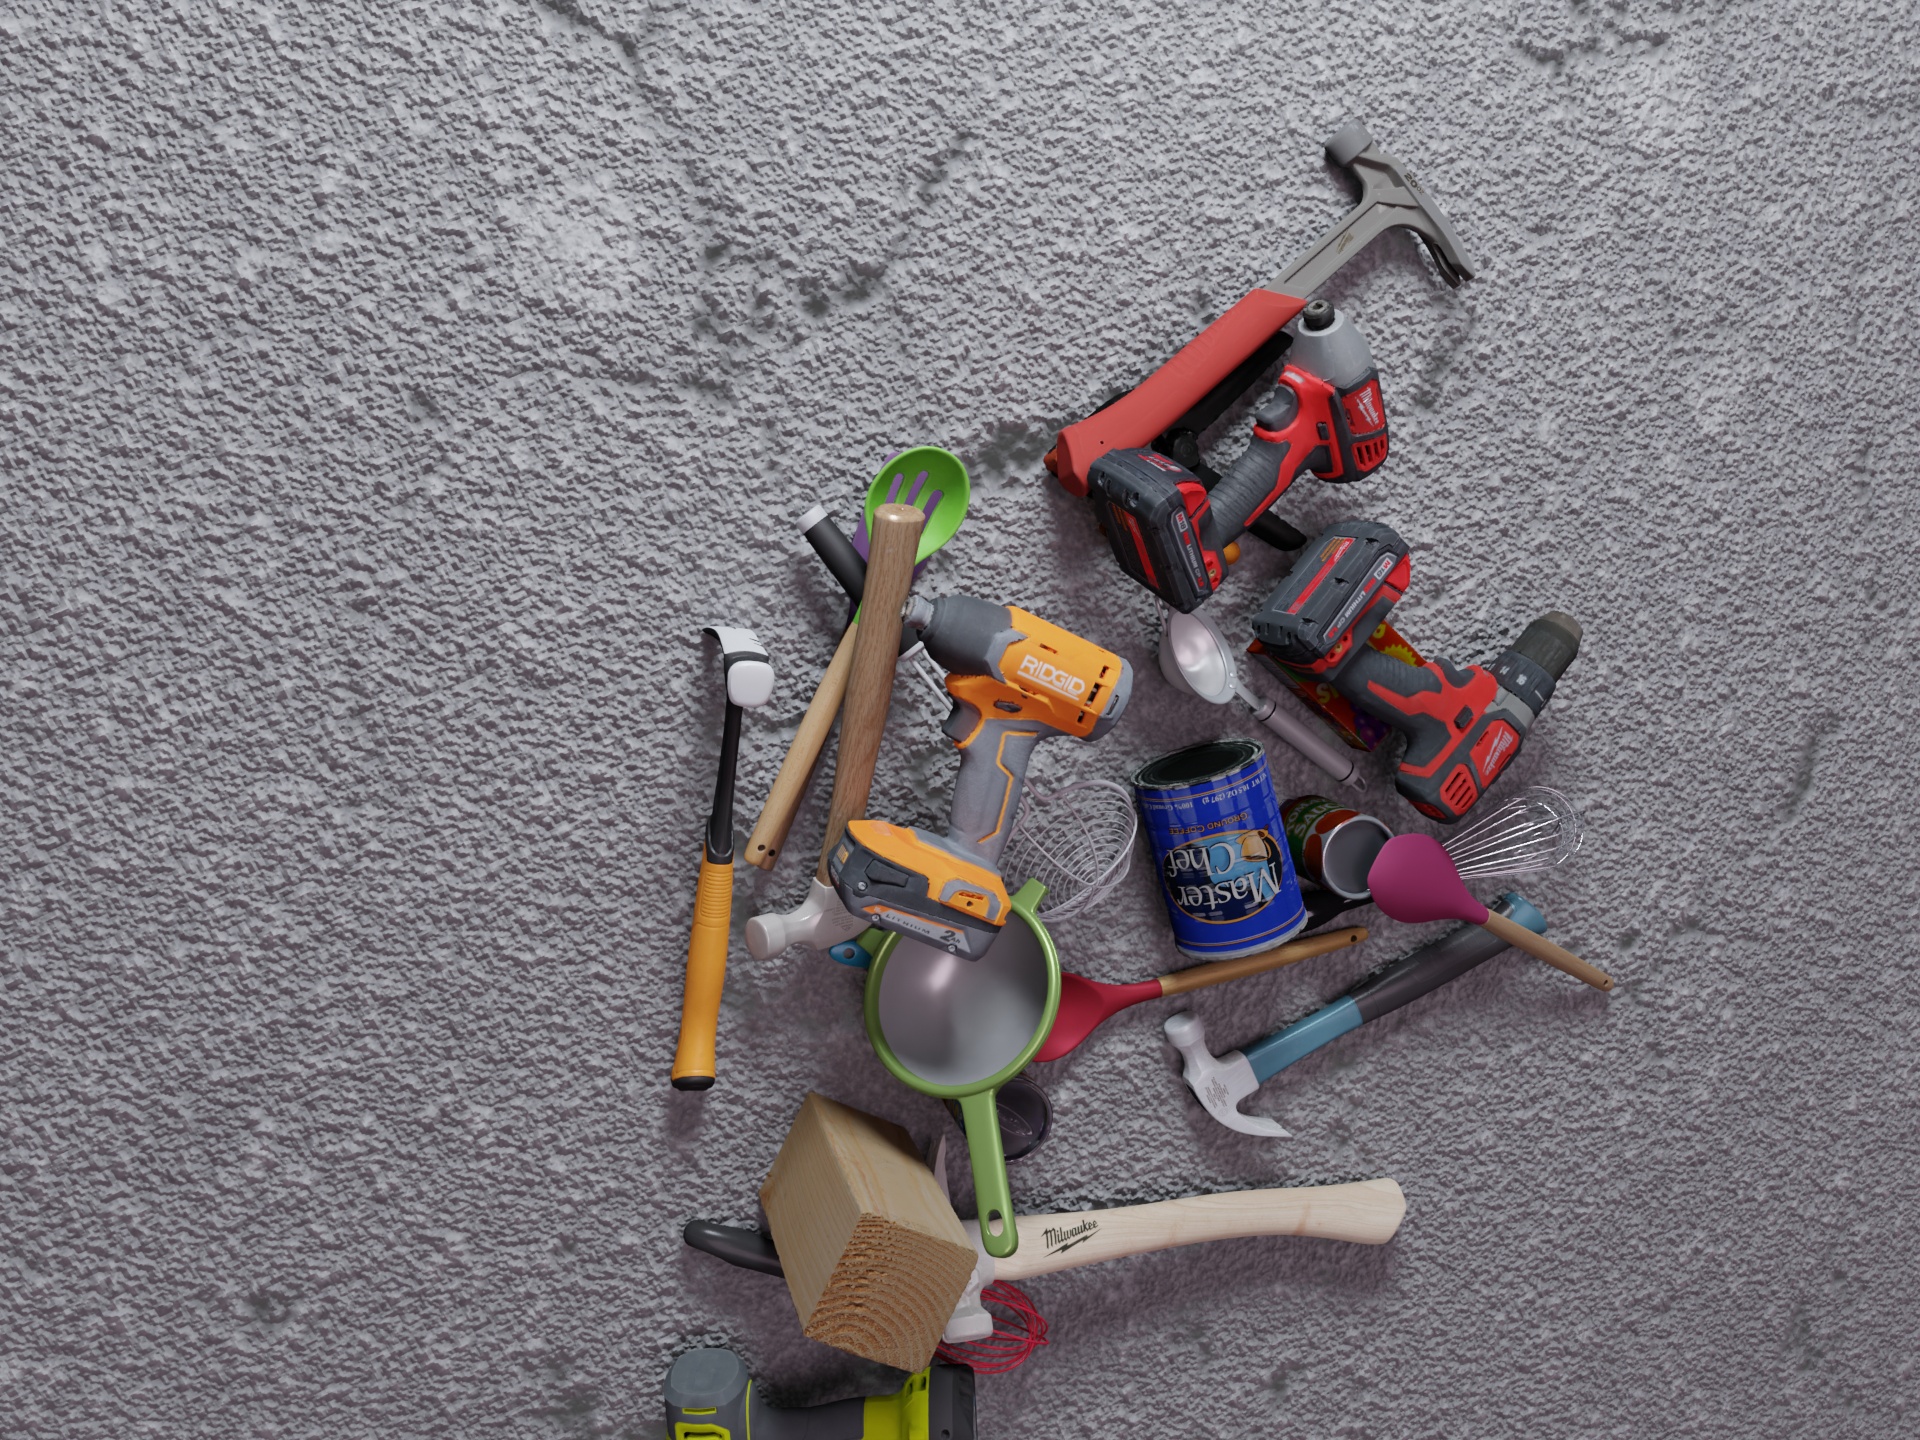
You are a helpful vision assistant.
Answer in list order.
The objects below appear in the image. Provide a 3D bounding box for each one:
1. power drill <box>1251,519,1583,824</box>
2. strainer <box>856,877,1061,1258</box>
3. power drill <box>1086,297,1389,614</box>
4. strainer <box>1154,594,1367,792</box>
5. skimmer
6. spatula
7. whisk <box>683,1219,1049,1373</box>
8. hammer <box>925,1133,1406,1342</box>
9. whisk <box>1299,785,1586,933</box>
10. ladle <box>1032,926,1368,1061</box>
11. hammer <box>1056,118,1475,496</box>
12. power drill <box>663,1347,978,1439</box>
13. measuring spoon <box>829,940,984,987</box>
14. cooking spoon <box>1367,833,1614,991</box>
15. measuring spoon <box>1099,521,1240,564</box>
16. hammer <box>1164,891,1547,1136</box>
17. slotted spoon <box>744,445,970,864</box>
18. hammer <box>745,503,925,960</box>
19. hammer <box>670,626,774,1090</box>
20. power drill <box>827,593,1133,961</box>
[{"bbox_3d":[0.352,-0.054,1.192,0.226,0.080,0.188,40,86,-19],"label":"power drill"},{"bbox_3d":[0.019,0.247,1.118,0.151,0.069,0.257,-18,62,17],"label":"strainer"},{"bbox_3d":[0.203,-0.189,1.115,0.219,0.079,0.143,-37,135,-10],"label":"power drill"},{"bbox_3d":[0.225,-0.012,1.223,0.258,0.050,0.087,35,44,-22],"label":"strainer"},{"bbox_3d":[-0.002,-0.004,1.158,0.127,0.090,0.363,-39,99,-5],"label":"skimmer"},{"bbox_3d":[-0.084,-0.039,1.148,0.059,0.018,0.316,21,91,-19],"label":"spatula"},{"bbox_3d":[-0.068,0.428,1.197,0.295,0.073,0.073,21,92,-12],"label":"whisk"},{"bbox_3d":[0.168,0.385,1.250,0.410,0.038,0.146,1,64,-22],"label":"hammer"},{"bbox_3d":[0.372,0.120,1.276,0.284,0.070,0.070,-18,102,-7],"label":"whisk"},{"bbox_3d":[0.180,0.203,1.248,0.315,0.031,0.069,-12,103,-15],"label":"ladle"},{"bbox_3d":[0.212,-0.278,1.157,0.359,0.037,0.149,-42,97,-13],"label":"hammer"},{"bbox_3d":[-0.102,0.558,1.176,0.228,0.080,0.190,-2,107,2],"label":"power drill"},{"bbox_3d":[-0.034,0.181,1.188,0.128,0.021,0.042,8,95,-17],"label":"measuring spoon"},{"bbox_3d":[0.430,0.164,1.266,0.318,0.017,0.069,27,92,-32],"label":"cooking spoon"},{"bbox_3d":[0.160,-0.136,1.202,0.117,0.011,0.021,9,95,-16],"label":"measuring spoon"},{"bbox_3d":[0.330,0.227,1.288,0.331,0.033,0.128,-26,103,-10],"label":"hammer"},{"bbox_3d":[-0.080,-0.042,1.088,0.070,0.031,0.314,22,98,-23],"label":"slotted spoon"},{"bbox_3d":[-0.066,0.011,1.088,0.130,0.031,0.331,-10,123,-39],"label":"hammer"},{"bbox_3d":[-0.173,0.102,1.114,0.034,0.127,0.336,4,106,-17],"label":"hammer"},{"bbox_3d":[-0.003,0.030,1.063,0.164,0.084,0.226,25,96,-21],"label":"power drill"}]
